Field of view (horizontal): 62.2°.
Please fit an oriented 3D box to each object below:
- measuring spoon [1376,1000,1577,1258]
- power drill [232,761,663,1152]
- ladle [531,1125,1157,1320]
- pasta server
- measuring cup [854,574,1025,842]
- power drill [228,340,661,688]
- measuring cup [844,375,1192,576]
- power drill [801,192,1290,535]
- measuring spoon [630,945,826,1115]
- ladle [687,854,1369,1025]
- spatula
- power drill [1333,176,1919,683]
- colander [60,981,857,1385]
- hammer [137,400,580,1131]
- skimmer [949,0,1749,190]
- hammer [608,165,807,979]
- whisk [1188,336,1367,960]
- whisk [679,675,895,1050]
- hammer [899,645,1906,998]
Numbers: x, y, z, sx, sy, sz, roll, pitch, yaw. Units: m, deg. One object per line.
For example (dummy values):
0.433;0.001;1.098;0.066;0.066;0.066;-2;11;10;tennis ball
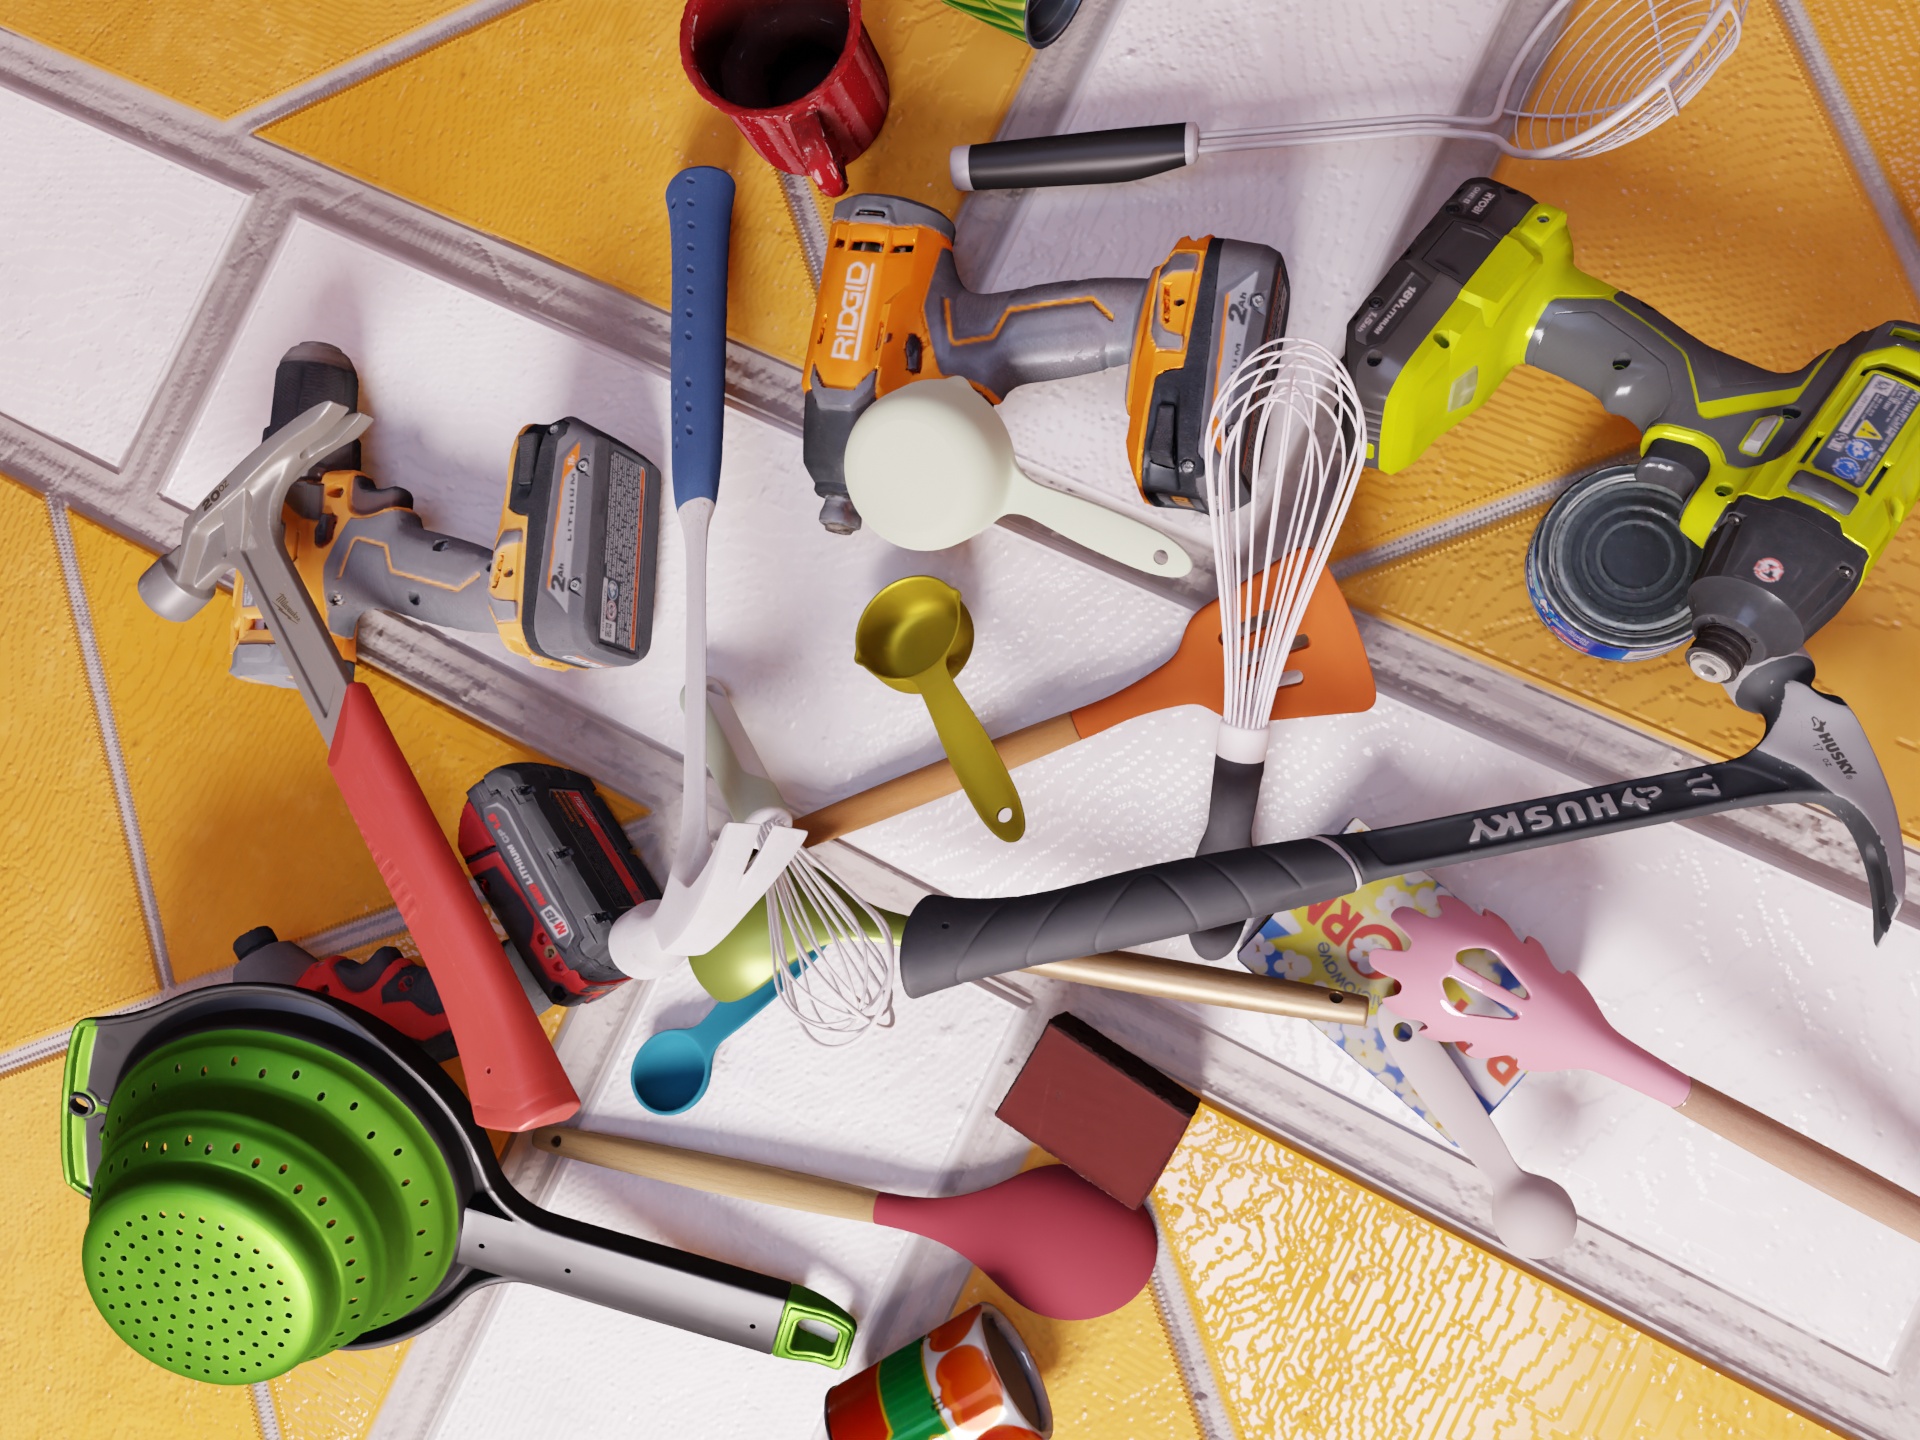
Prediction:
0.215;0.172;0.670;0.034;0.018;0.124;-35;81;6;measuring spoon
-0.266;0.122;0.798;0.219;0.078;0.143;-37;77;9;power drill
-0.064;0.227;0.764;0.315;0.031;0.069;7;76;15;ladle
0.319;0.165;0.659;0.316;0.040;0.060;28;90;0;pasta server
-0.001;-0.002;0.751;0.062;0.029;0.157;-33;58;9;measuring cup
-0.273;-0.110;0.825;0.226;0.084;0.185;0;83;17;power drill
0.023;-0.096;0.710;0.168;0.038;0.083;25;117;16;measuring cup
0.031;-0.159;0.762;0.226;0.084;0.164;10;88;17;power drill
-0.109;0.146;0.790;0.128;0.021;0.042;-43;62;-4;measuring spoon
0.022;0.113;0.730;0.320;0.062;0.078;7;46;15;ladle
0.032;0.012;0.759;0.322;0.041;0.081;-22;96;11;spatula
0.278;-0.125;0.668;0.223;0.080;0.171;34;74;24;power drill
-0.246;0.253;0.725;0.397;0.094;0.204;16;113;1;colander
-0.267;0.026;0.748;0.149;0.036;0.359;-37;73;14;hammer
0.166;-0.302;0.742;0.363;0.090;0.127;0;51;15;skimmer
-0.122;-0.092;0.752;0.035;0.144;0.406;10;65;-30;hammer
0.129;-0.022;0.694;0.070;0.070;0.284;9;110;14;whisk
-0.085;0.054;0.727;0.059;0.057;0.247;-50;43;15;whisk
0.175;0.060;0.656;0.409;0.036;0.149;-12;47;2;hammer
